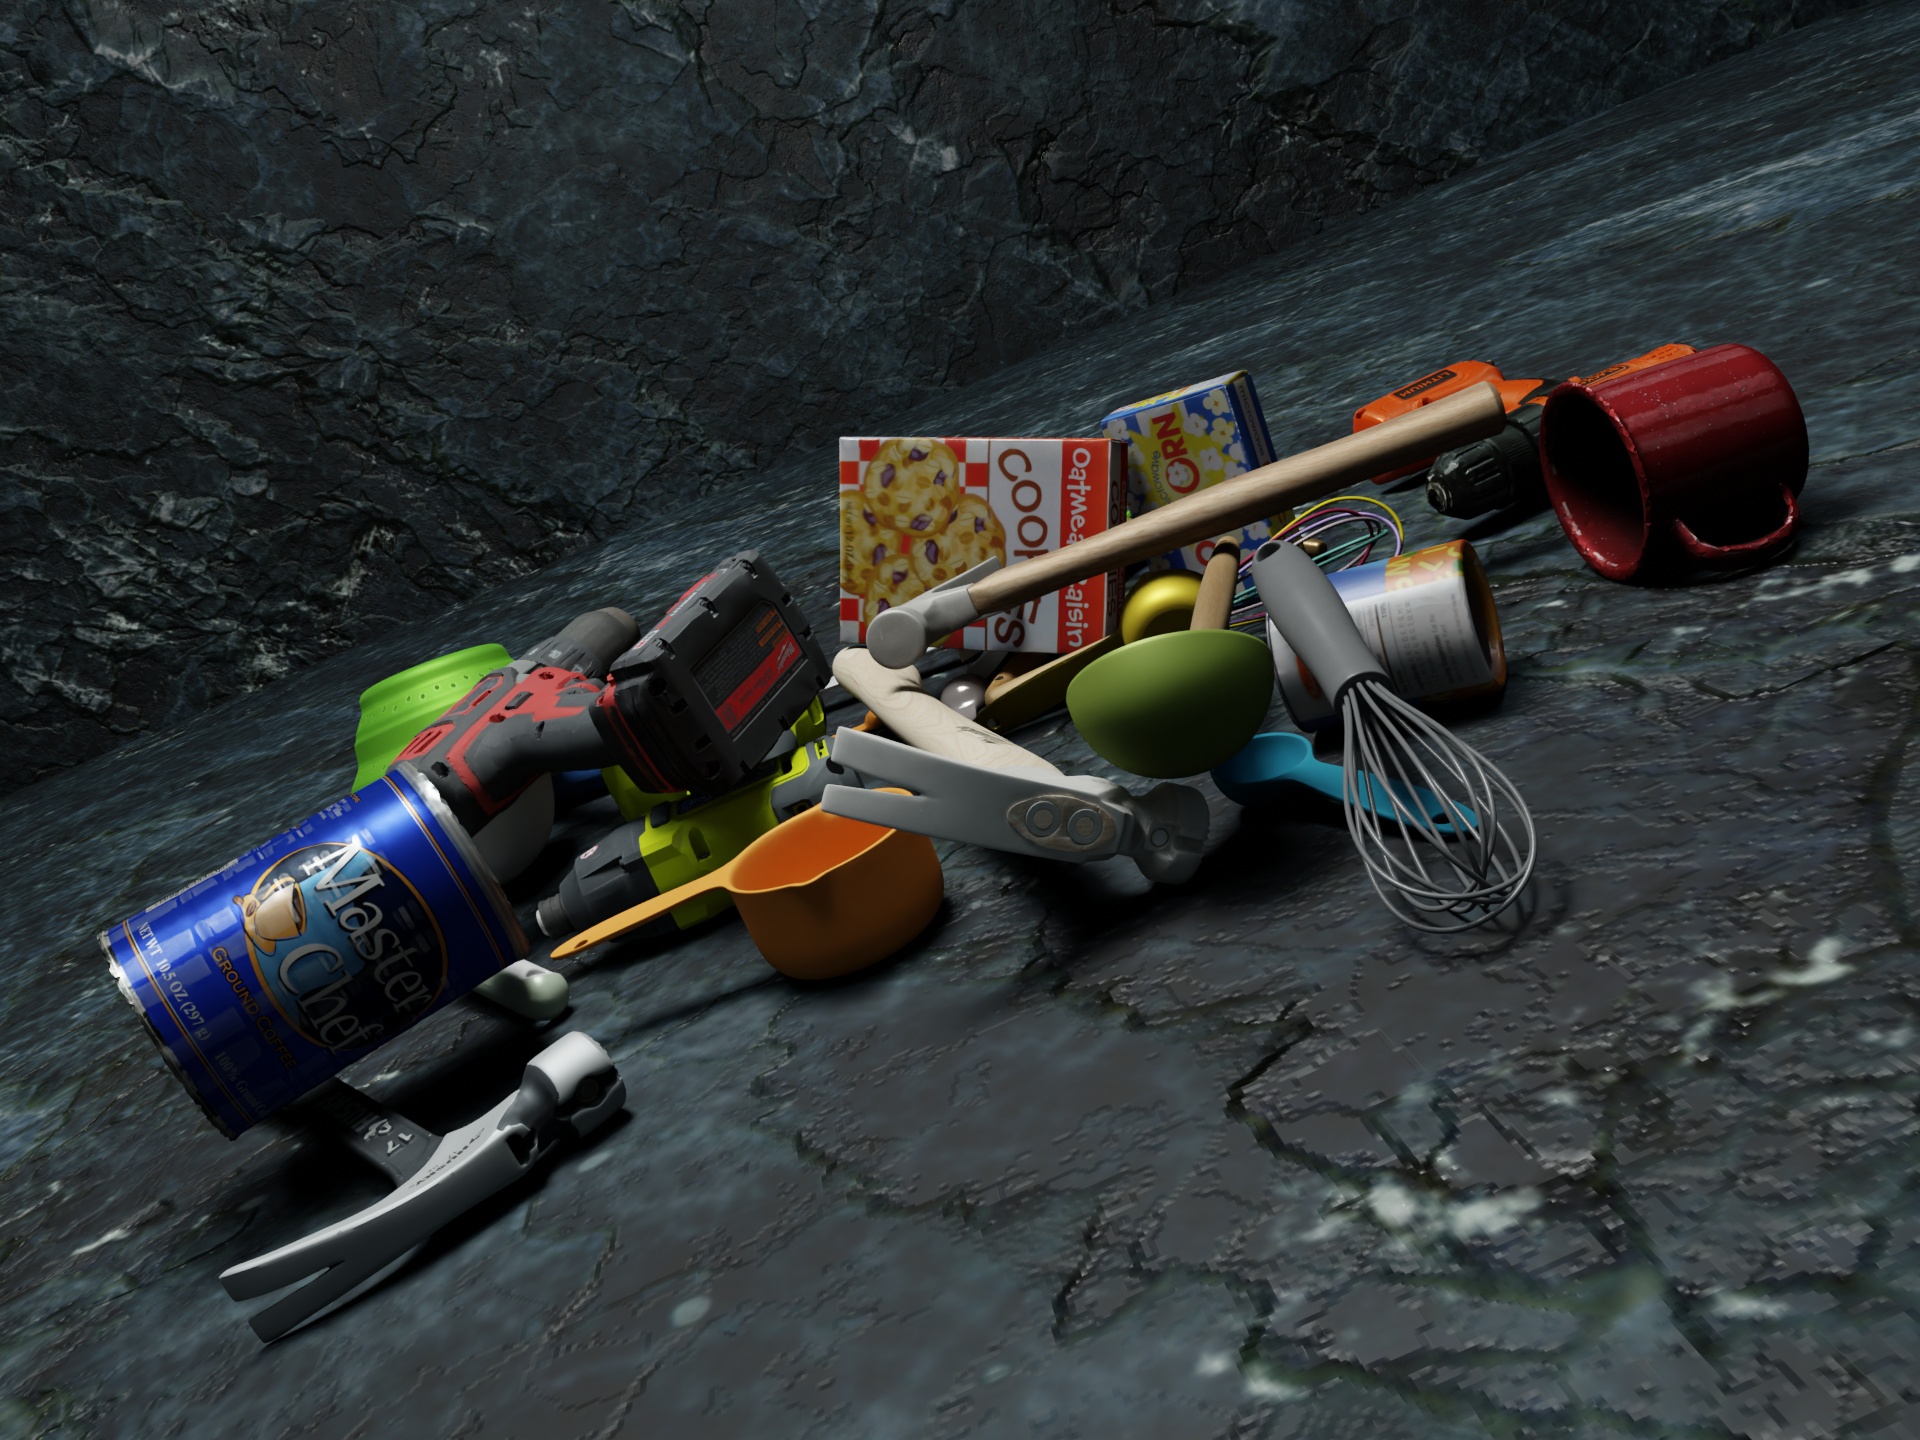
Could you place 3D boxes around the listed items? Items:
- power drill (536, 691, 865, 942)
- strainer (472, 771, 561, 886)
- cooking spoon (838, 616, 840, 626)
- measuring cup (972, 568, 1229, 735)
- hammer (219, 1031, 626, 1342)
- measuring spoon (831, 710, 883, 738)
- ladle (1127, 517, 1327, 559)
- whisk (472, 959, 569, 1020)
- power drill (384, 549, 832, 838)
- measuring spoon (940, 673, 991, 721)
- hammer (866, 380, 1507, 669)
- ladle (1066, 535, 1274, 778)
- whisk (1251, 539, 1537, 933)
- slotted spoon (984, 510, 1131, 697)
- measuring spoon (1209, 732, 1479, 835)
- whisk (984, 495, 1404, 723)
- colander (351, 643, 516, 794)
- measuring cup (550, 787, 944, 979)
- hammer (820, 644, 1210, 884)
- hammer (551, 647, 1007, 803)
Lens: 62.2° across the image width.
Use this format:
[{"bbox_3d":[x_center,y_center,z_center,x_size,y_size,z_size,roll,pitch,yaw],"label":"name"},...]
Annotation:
[{"bbox_3d":[-0.140,0.041,0.861,0.171,0.080,0.223,-23,19,-1],"label":"power drill"},{"bbox_3d":[-0.356,0.096,0.967,0.256,0.069,0.151,-23,3,-3],"label":"strainer"},{"bbox_3d":[-0.057,-0.090,1.194,0.069,0.017,0.319,-22,6,9],"label":"cooking spoon"},{"bbox_3d":[0.071,-0.024,0.843,0.156,0.062,0.029,-30,28,16],"label":"measuring cup"},{"bbox_3d":[-0.304,0.174,0.730,0.149,0.036,0.409,-35,19,-33],"label":"hammer"},{"bbox_3d":[-0.097,0.015,0.993,0.117,0.011,0.021,-21,16,6],"label":"measuring spoon"},{"bbox_3d":[0.110,-0.128,1.055,0.069,0.031,0.316,-34,31,-32],"label":"ladle"},{"bbox_3d":[-0.263,0.120,0.829,0.057,0.059,0.246,0,4,-38],"label":"whisk"},{"bbox_3d":[-0.179,-0.019,0.843,0.227,0.080,0.188,-13,27,36],"label":"power drill"},{"bbox_3d":[-0.001,-0.003,0.909,0.034,0.018,0.124,-20,17,11],"label":"measuring spoon"},{"bbox_3d":[0.114,-0.102,0.823,0.331,0.031,0.130,-20,8,12],"label":"hammer"},{"bbox_3d":[0.106,-0.050,0.706,0.078,0.062,0.320,-18,15,19],"label":"ladle"},{"bbox_3d":[0.145,-0.007,0.580,0.055,0.055,0.239,-21,32,6],"label":"whisk"},{"bbox_3d":[0.082,-0.082,1.039,0.070,0.031,0.314,-10,22,30],"label":"slotted spoon"},{"bbox_3d":[0.147,0.032,0.611,0.042,0.021,0.129,-30,26,-25],"label":"measuring spoon"},{"bbox_3d":[0.126,-0.058,0.874,0.245,0.047,0.051,-24,17,8],"label":"whisk"},{"bbox_3d":[-0.329,-0.011,1.109,0.204,0.094,0.397,-24,4,-36],"label":"colander"},{"bbox_3d":[-0.089,0.088,0.683,0.173,0.052,0.095,-23,16,8],"label":"measuring cup"},{"bbox_3d":[-0.023,0.001,0.773,0.146,0.038,0.411,12,6,-16],"label":"hammer"},{"bbox_3d":[-0.148,-0.003,1.078,0.405,0.035,0.144,-19,16,13],"label":"hammer"}]
